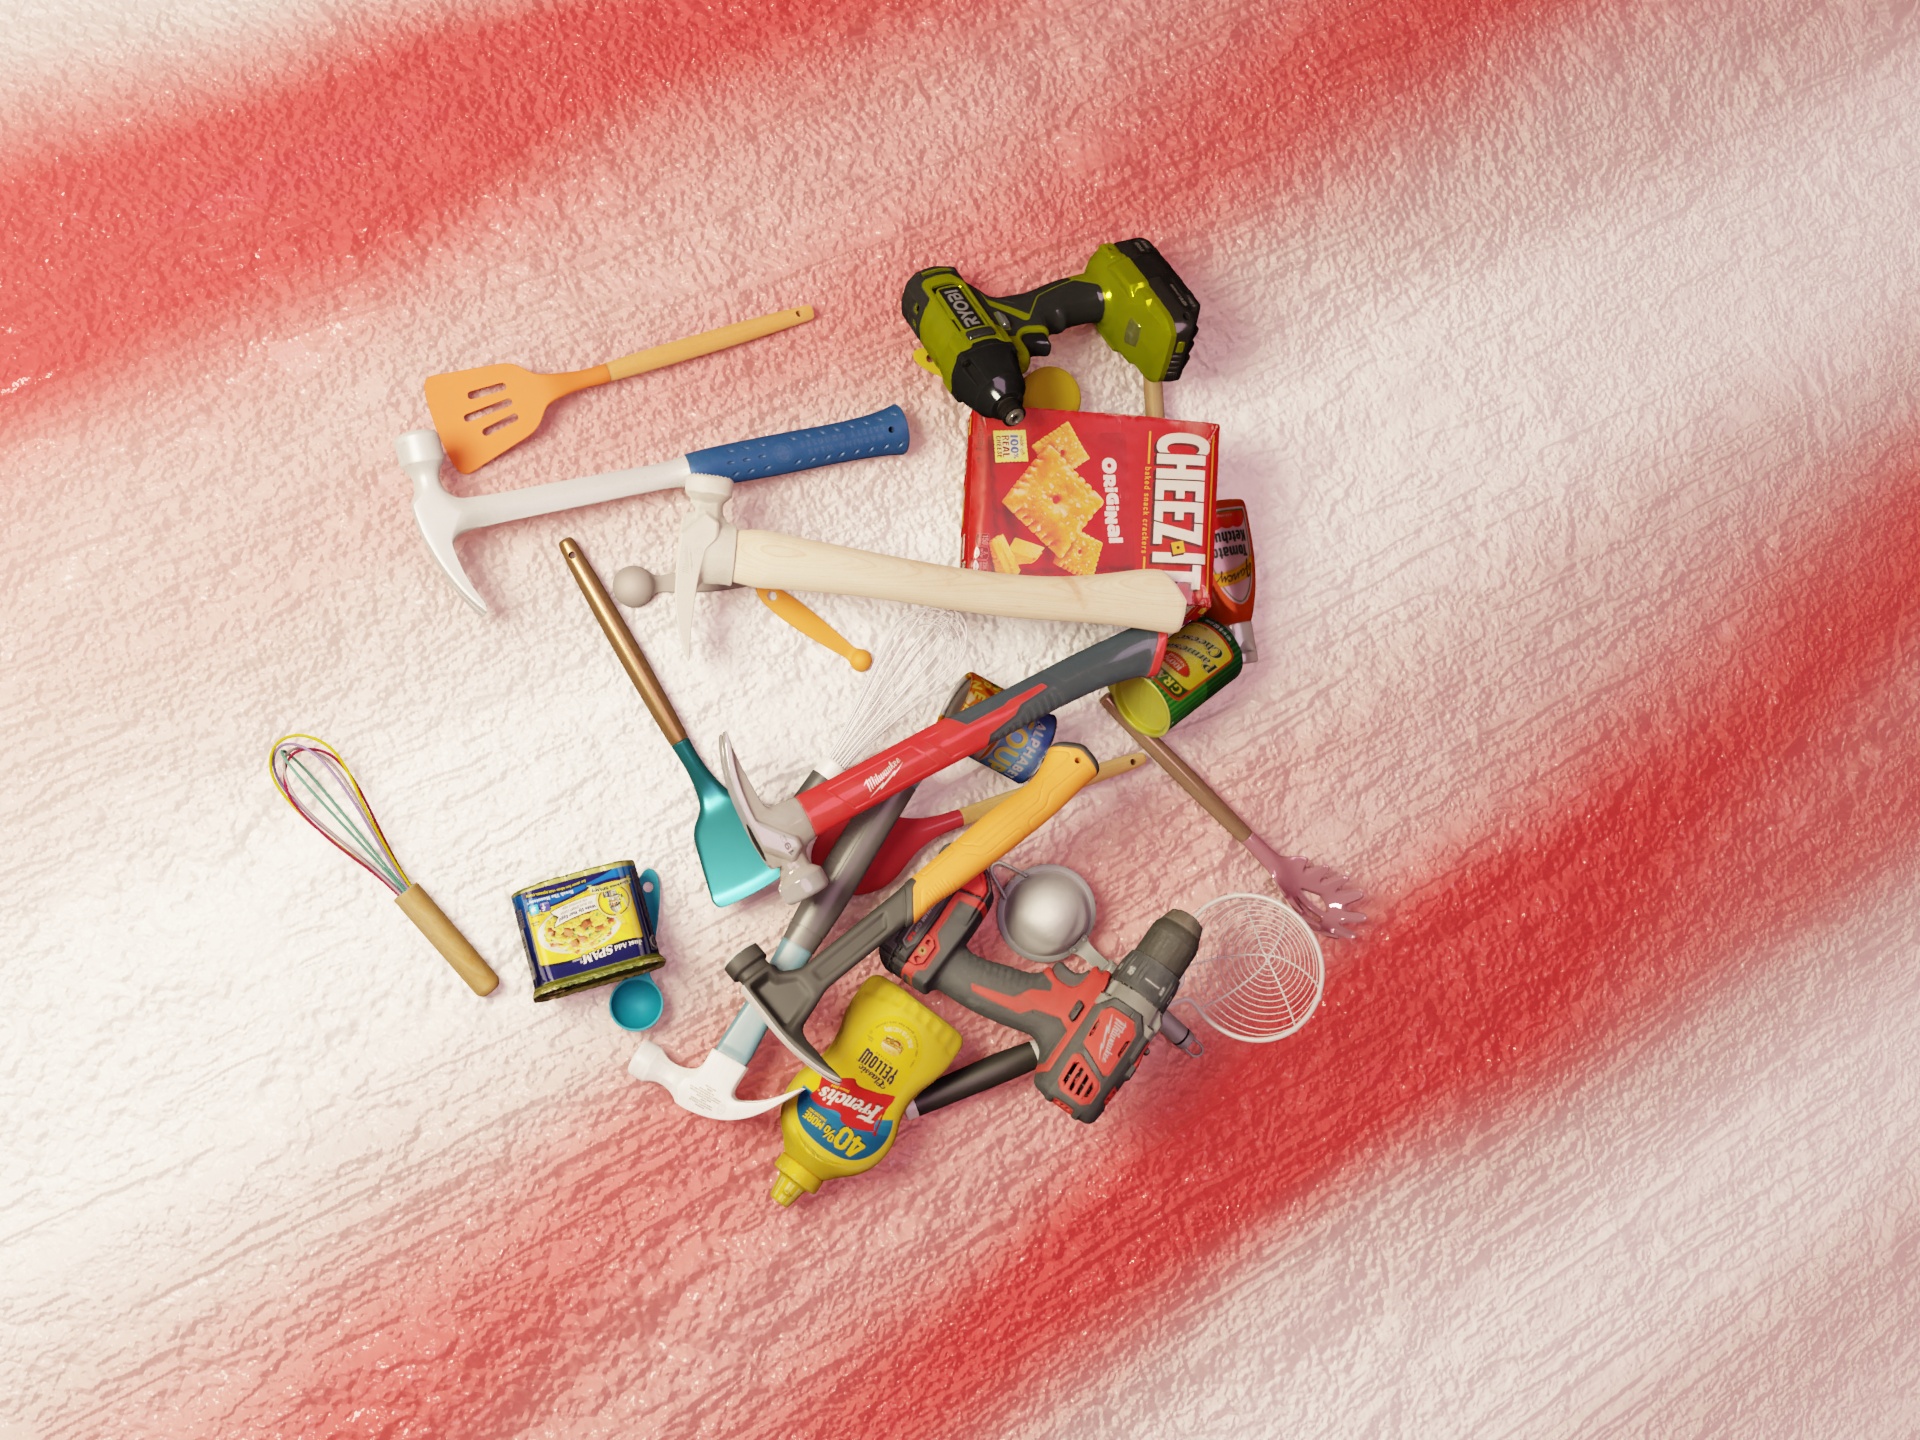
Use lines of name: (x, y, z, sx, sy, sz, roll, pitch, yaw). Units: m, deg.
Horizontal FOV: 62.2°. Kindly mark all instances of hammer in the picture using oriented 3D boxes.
hammer: (-0.016, 0.134, 1.247, 0.337, 0.034, 0.127, -38, 76, -17)
hammer: (-0.124, 0.167, 1.270, 0.128, 0.033, 0.331, 30, 80, 5)
hammer: (-0.002, -0.004, 1.279, 0.386, 0.038, 0.143, -27, 91, -19)
hammer: (-0.021, -0.099, 1.274, 0.410, 0.038, 0.146, 6, 93, -10)
hammer: (-0.228, -0.191, 1.271, 0.405, 0.035, 0.144, -16, 93, -24)

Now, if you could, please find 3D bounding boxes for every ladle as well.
ladle: (0.023, 0.077, 1.360, 0.315, 0.031, 0.069, -17, 90, -21)

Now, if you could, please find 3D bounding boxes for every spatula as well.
spatula: (-0.235, -0.006, 1.267, 0.082, 0.044, 0.317, -30, 95, -5)
spatula: (-0.266, -0.287, 1.289, 0.322, 0.041, 0.081, -23, 95, -23)

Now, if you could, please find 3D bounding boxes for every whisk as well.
whisk: (-0.428, 0.110, 1.194, 0.047, 0.051, 0.245, -42, 102, -23)
whisk: (-0.088, 0.016, 1.313, 0.070, 0.070, 0.284, 39, 80, -12)

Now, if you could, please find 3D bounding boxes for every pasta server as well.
pasta server: (0.242, 0.084, 1.427, 0.316, 0.040, 0.060, 44, 62, -10)

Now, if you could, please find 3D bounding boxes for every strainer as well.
strainer: (0.124, 0.211, 1.377, 0.258, 0.050, 0.087, 43, 90, -15)

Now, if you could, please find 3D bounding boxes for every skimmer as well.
skimmer: (0.123, 0.253, 1.318, 0.363, 0.090, 0.127, -20, 82, -9)

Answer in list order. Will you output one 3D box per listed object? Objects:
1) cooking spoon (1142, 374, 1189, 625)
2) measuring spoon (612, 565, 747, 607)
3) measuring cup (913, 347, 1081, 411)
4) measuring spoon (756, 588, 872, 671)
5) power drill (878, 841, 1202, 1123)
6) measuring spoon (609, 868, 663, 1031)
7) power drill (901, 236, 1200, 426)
cooking spoon: (0.176, -0.239, 1.426, 0.017, 0.069, 0.319, 13, 72, -61)
measuring spoon: (-0.220, -0.114, 1.293, 0.124, 0.018, 0.034, -8, 88, -20)
measuring cup: (0.034, -0.297, 1.387, 0.156, 0.029, 0.062, 16, 81, -19)
measuring spoon: (-0.121, -0.079, 1.328, 0.117, 0.011, 0.021, 36, 76, -13)
power drill: (0.067, 0.190, 1.291, 0.227, 0.080, 0.188, 33, 76, 12)
measuring spoon: (-0.253, 0.182, 1.264, 0.042, 0.021, 0.129, 6, 75, -9)
power drill: (0.082, -0.329, 1.353, 0.223, 0.080, 0.171, -17, 57, -21)
